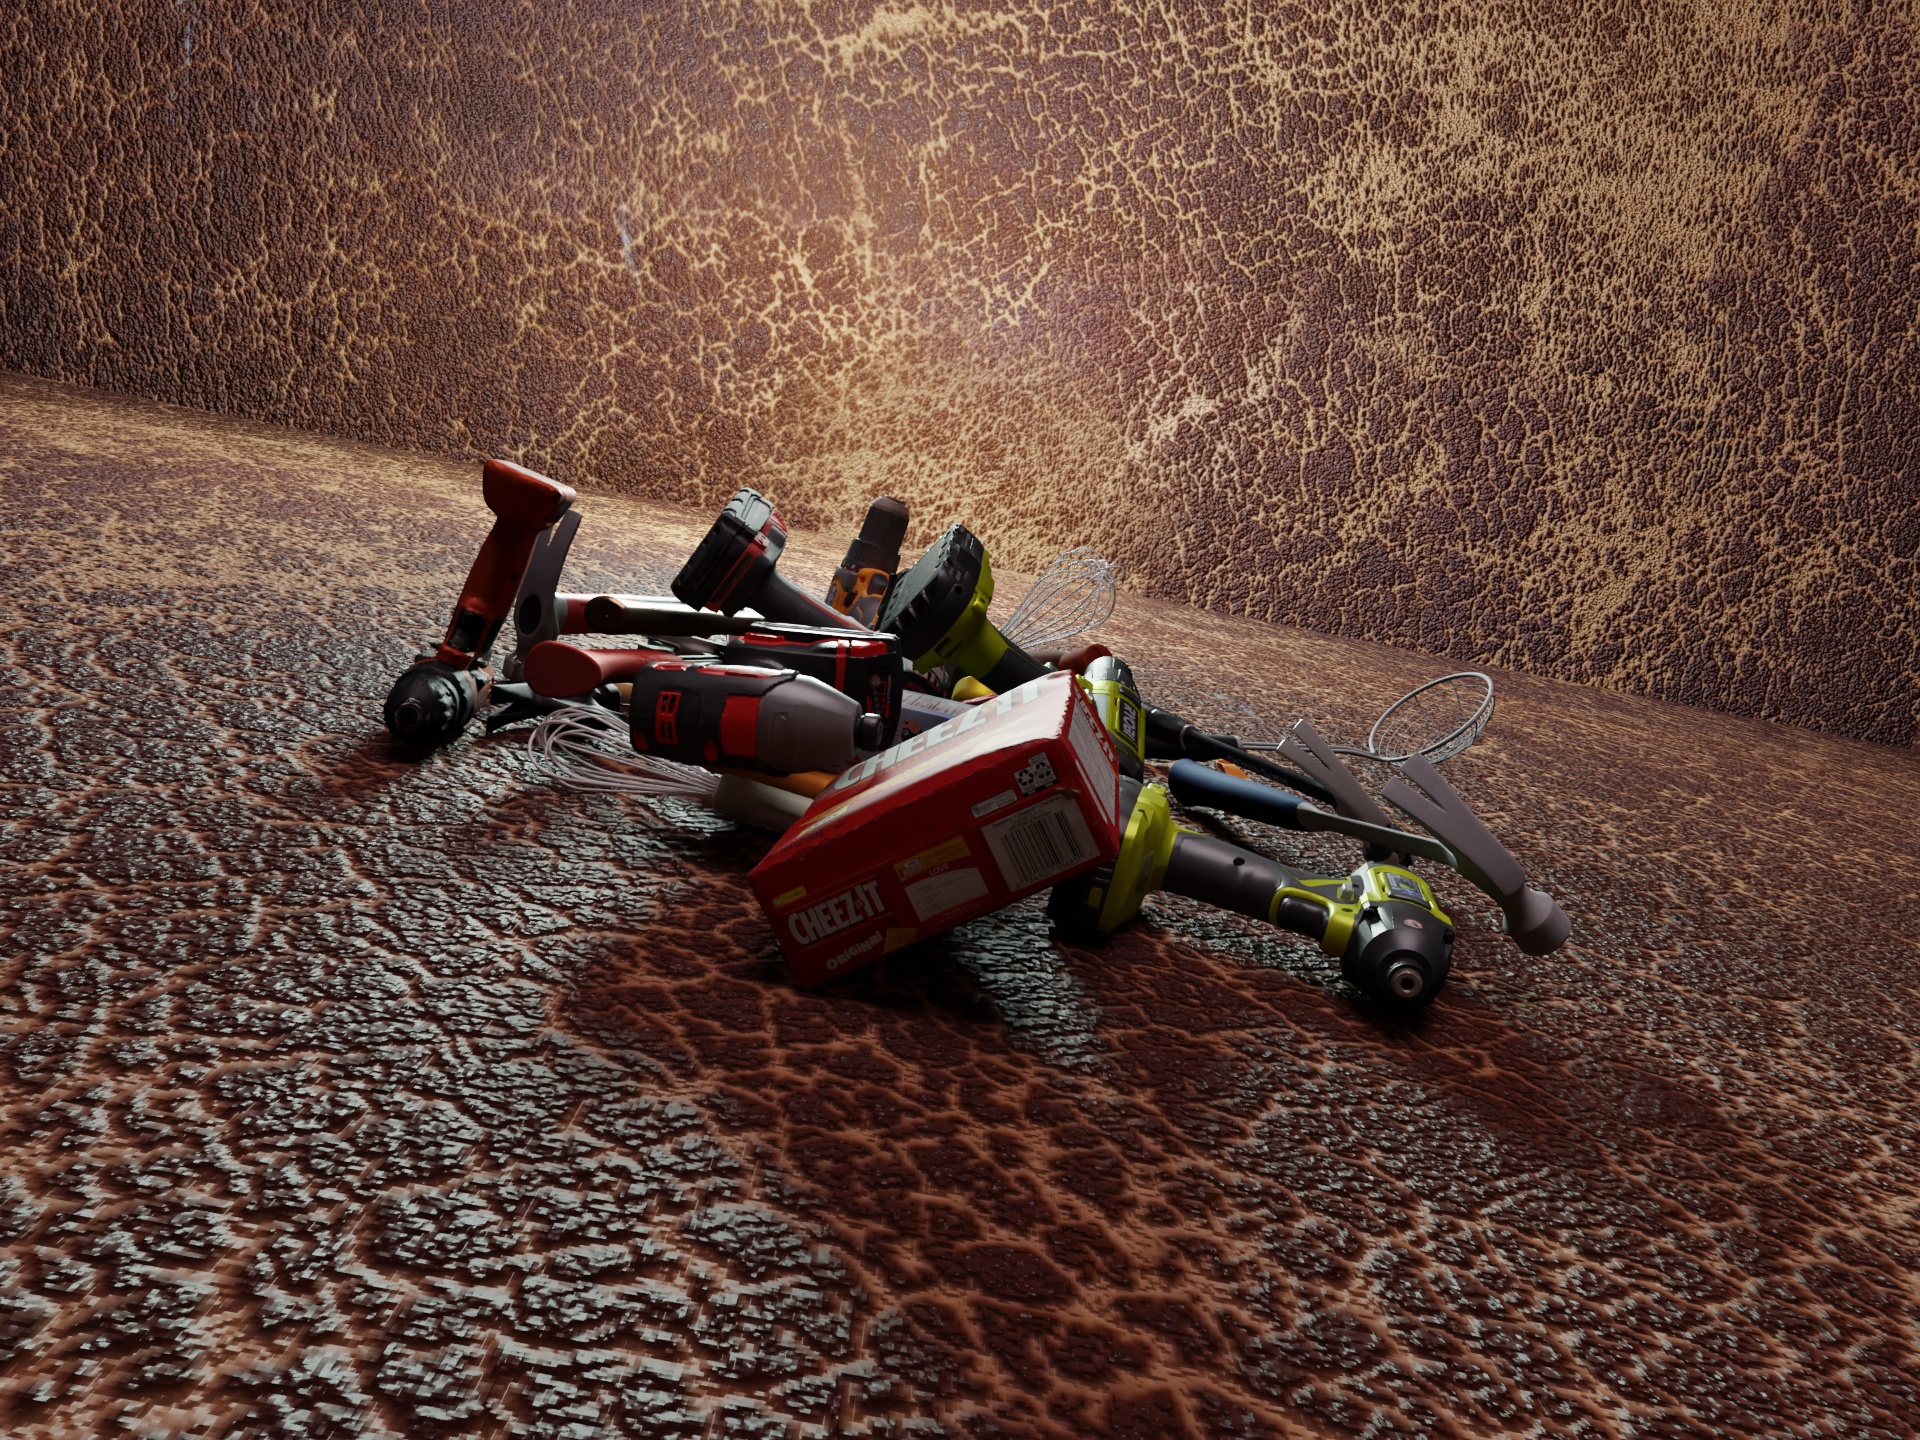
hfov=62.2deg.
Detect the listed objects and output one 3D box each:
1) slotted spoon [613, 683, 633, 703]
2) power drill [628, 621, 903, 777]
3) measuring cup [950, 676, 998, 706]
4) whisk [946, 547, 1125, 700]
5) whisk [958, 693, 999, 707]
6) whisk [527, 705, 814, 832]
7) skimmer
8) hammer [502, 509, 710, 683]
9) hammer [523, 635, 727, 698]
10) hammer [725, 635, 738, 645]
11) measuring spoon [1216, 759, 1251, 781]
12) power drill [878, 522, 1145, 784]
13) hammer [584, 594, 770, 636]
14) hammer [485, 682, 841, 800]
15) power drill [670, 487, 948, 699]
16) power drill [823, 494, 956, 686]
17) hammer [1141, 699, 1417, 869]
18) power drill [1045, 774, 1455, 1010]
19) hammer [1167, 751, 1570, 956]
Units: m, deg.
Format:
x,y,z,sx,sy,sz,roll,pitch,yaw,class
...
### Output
x,y,z,sx,sy,sz,roll,pitch,yaw,class
-0.145,-0.002,1.271,0.313,0.031,0.070,9,11,-1,slotted spoon
-0.103,-0.011,0.981,0.143,0.078,0.219,6,8,7,power drill
0.063,0.009,1.420,0.156,0.062,0.029,24,53,0,measuring cup
0.042,-0.071,1.403,0.070,0.070,0.284,3,-25,-38,whisk
-0.002,-0.004,1.365,0.296,0.073,0.073,5,10,0,whisk
-0.156,0.043,0.990,0.246,0.057,0.059,16,46,11,whisk
0.317,-0.004,1.483,0.363,0.090,0.127,1,13,-10,skimmer
-0.293,-0.111,1.433,0.038,0.143,0.386,16,7,10,hammer
-0.239,-0.044,1.192,0.149,0.036,0.359,13,5,11,hammer
-0.163,-0.098,1.504,0.033,0.128,0.331,5,15,-27,hammer
0.250,0.055,1.442,0.021,0.011,0.117,3,14,-3,measuring spoon
0.055,-0.046,1.245,0.228,0.080,0.191,39,26,-14,power drill
-0.210,-0.080,1.285,0.130,0.031,0.331,13,5,13,hammer
-0.158,0.027,1.079,0.337,0.034,0.127,16,11,23,hammer
-0.105,-0.084,1.266,0.226,0.080,0.188,36,17,-10,power drill
-0.065,-0.113,1.490,0.084,0.185,0.226,19,5,-26,power drill
0.196,0.016,1.318,0.149,0.036,0.409,47,-11,-31,hammer
0.170,0.102,0.923,0.223,0.080,0.171,16,10,8,power drill
0.247,0.064,1.112,0.144,0.035,0.406,47,-10,-17,hammer
